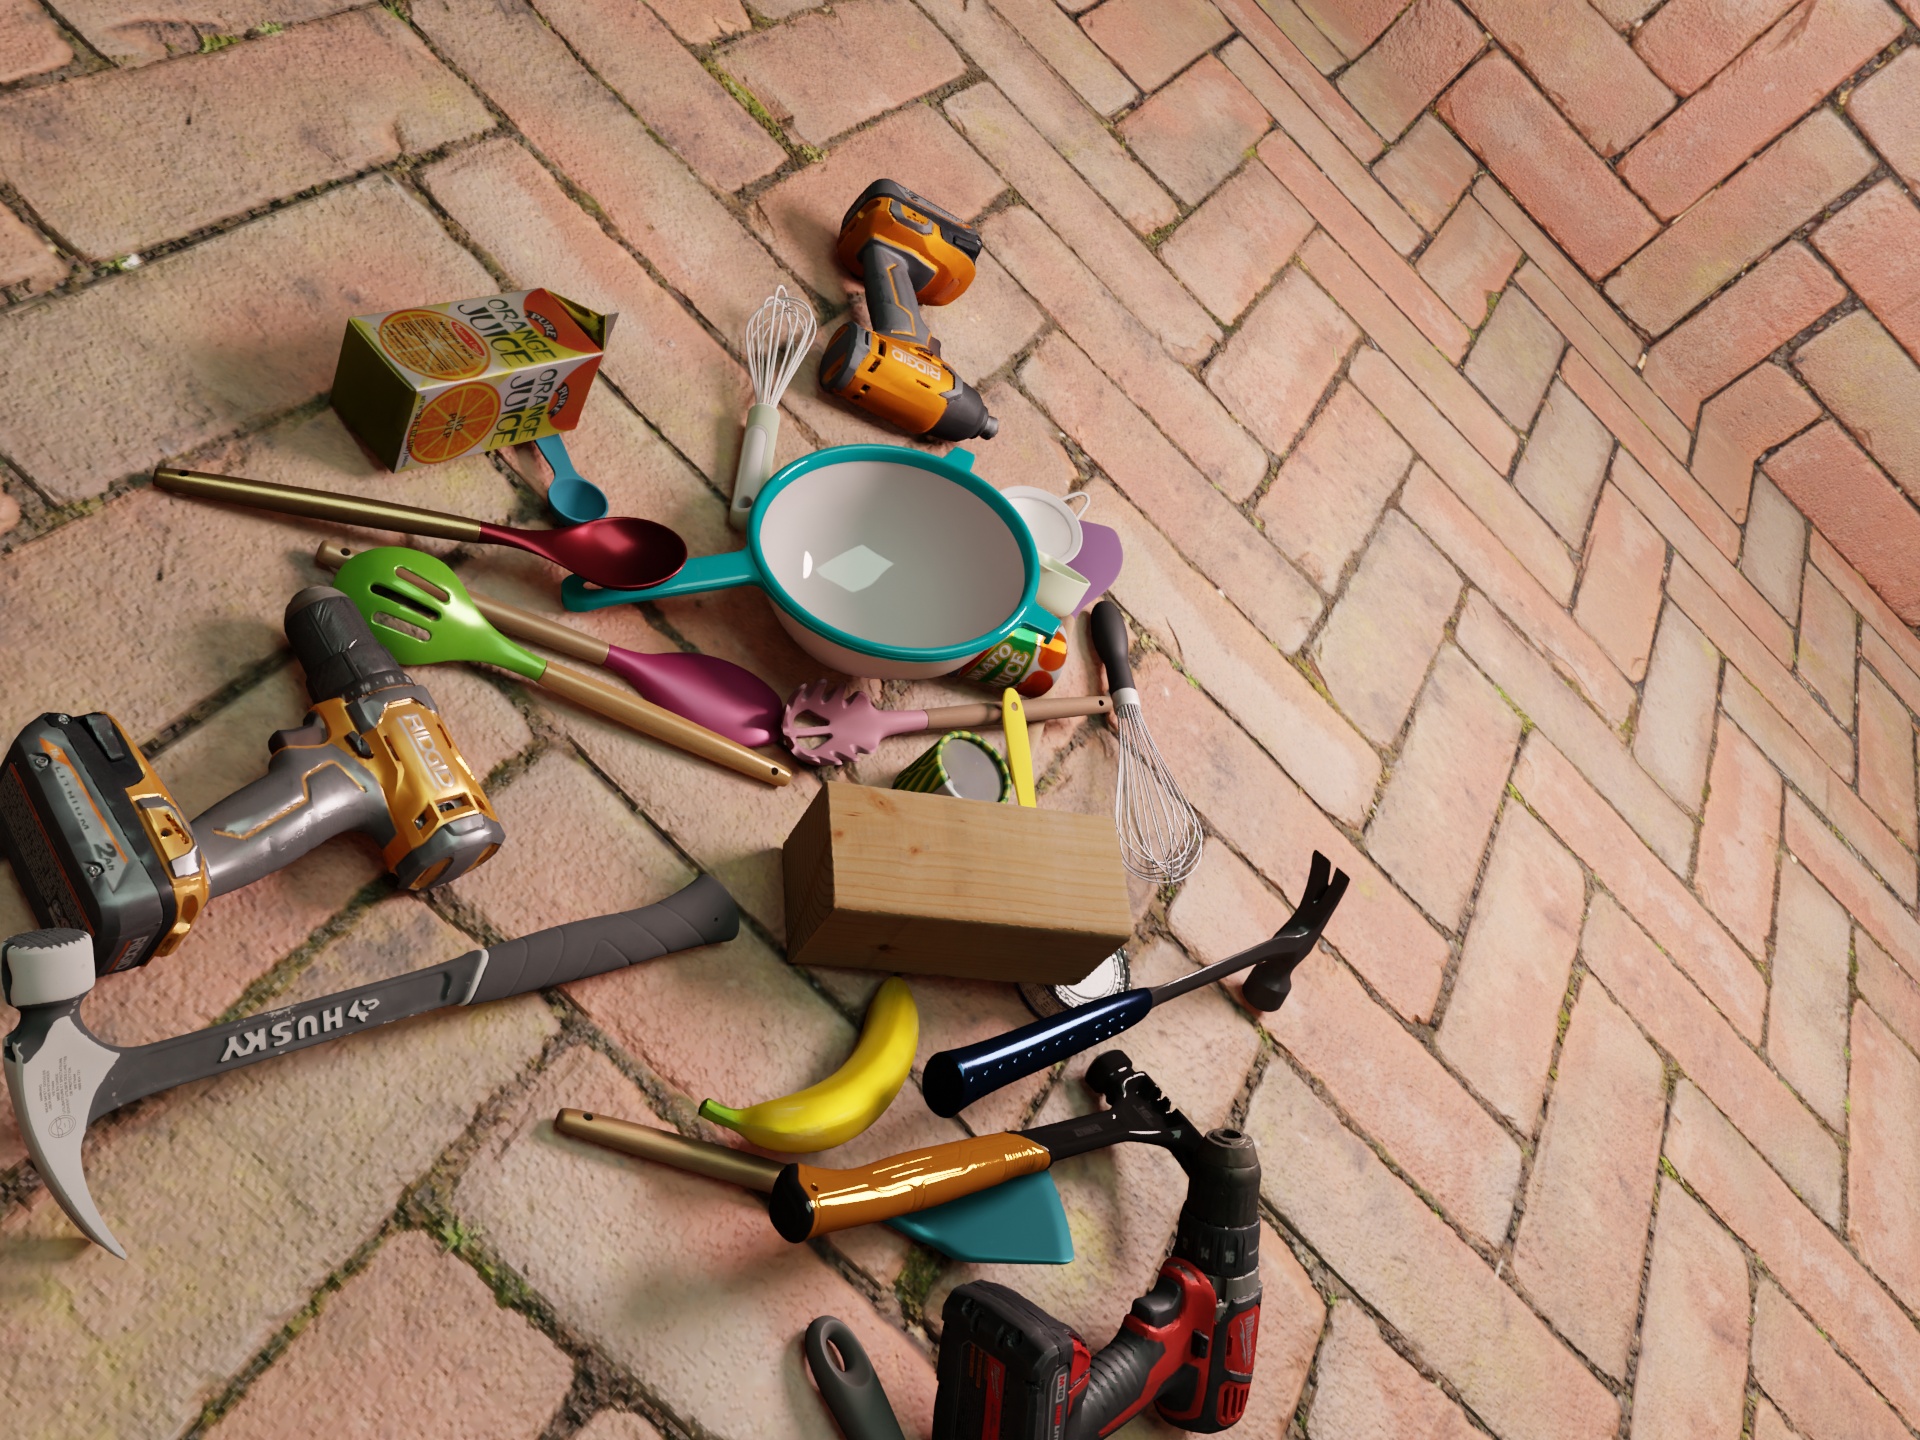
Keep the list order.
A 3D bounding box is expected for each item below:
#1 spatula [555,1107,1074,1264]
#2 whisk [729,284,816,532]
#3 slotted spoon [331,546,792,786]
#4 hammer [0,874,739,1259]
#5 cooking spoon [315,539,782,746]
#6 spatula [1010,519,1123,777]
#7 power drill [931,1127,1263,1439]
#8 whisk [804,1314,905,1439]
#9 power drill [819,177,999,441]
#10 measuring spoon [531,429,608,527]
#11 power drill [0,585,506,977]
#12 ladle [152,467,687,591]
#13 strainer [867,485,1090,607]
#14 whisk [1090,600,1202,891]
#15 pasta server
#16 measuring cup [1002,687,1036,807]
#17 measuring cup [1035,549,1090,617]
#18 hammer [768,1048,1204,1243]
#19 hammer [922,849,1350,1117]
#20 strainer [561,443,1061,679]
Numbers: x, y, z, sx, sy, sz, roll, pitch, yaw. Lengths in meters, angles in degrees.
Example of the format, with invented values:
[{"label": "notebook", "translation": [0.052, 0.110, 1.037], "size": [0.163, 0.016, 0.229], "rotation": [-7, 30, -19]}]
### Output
[{"label": "spatula", "translation": [-0.080, 0.263, 0.925], "size": [0.317, 0.044, 0.082], "rotation": [23, 24, -24]}, {"label": "whisk", "translation": [-0.151, -0.244, 1.234], "size": [0.058, 0.059, 0.247], "rotation": [1, 56, 5]}, {"label": "slotted spoon", "translation": [-0.241, -0.023, 1.006], "size": [0.313, 0.031, 0.070], "rotation": [27, 75, -27]}, {"label": "hammer", "translation": [-0.271, 0.144, 0.828], "size": [0.408, 0.036, 0.149], "rotation": [-10, 103, -50]}, {"label": "cooking spoon", "translation": [-0.253, -0.051, 1.026], "size": [0.318, 0.017, 0.069], "rotation": [21, 51, -28]}, {"label": "spatula", "translation": [0.084, -0.067, 1.317], "size": [0.060, 0.018, 0.316], "rotation": [14, 47, 6]}, {"label": "power drill", "translation": [0.097, 0.348, 0.931], "size": [0.226, 0.080, 0.188], "rotation": [-3, 102, -41]}, {"label": "whisk", "translation": [-0.007, 0.454, 0.843], "size": [0.073, 0.073, 0.296], "rotation": [-12, 63, -44]}, {"label": "power drill", "translation": [-0.036, -0.345, 1.381], "size": [0.164, 0.084, 0.227], "rotation": [21, 53, -29]}, {"label": "measuring spoon", "translation": [-0.283, -0.178, 1.100], "size": [0.042, 0.021, 0.129], "rotation": [-10, 58, -39]}, {"label": "power drill", "translation": [-0.373, 0.021, 0.831], "size": [0.226, 0.084, 0.185], "rotation": [-18, 73, -50]}, {"label": "ladle", "translation": [-0.326, -0.122, 0.987], "size": [0.315, 0.031, 0.069], "rotation": [8, 44, -26]}, {"label": "strainer", "translation": [0.014, -0.135, 1.298], "size": [0.258, 0.050, 0.087], "rotation": [-28, 71, -42]}, {"label": "whisk", "translation": [0.140, 0.011, 1.288], "size": [0.070, 0.070, 0.285], "rotation": [17, 47, -31]}, {"label": "pasta server", "translation": [-0.002, -0.004, 1.175], "size": [0.316, 0.040, 0.060], "rotation": [-5, 81, -38]}, {"label": "measuring cup", "translation": [0.057, 0.050, 1.176], "size": [0.062, 0.029, 0.156], "rotation": [-3, 80, -42]}, {"label": "measuring cup", "translation": [0.020, -0.130, 1.251], "size": [0.167, 0.038, 0.083], "rotation": [26, 13, 0]}, {"label": "hammer", "translation": [0.027, 0.271, 0.961], "size": [0.336, 0.034, 0.127], "rotation": [2, 33, -45]}, {"label": "hammer", "translation": [0.131, 0.184, 1.079], "size": [0.405, 0.144, 0.035], "rotation": [-10, 43, -46]}, {"label": "strainer", "translation": [-0.113, -0.087, 1.133], "size": [0.340, 0.095, 0.211], "rotation": [-10, 55, -21]}]
